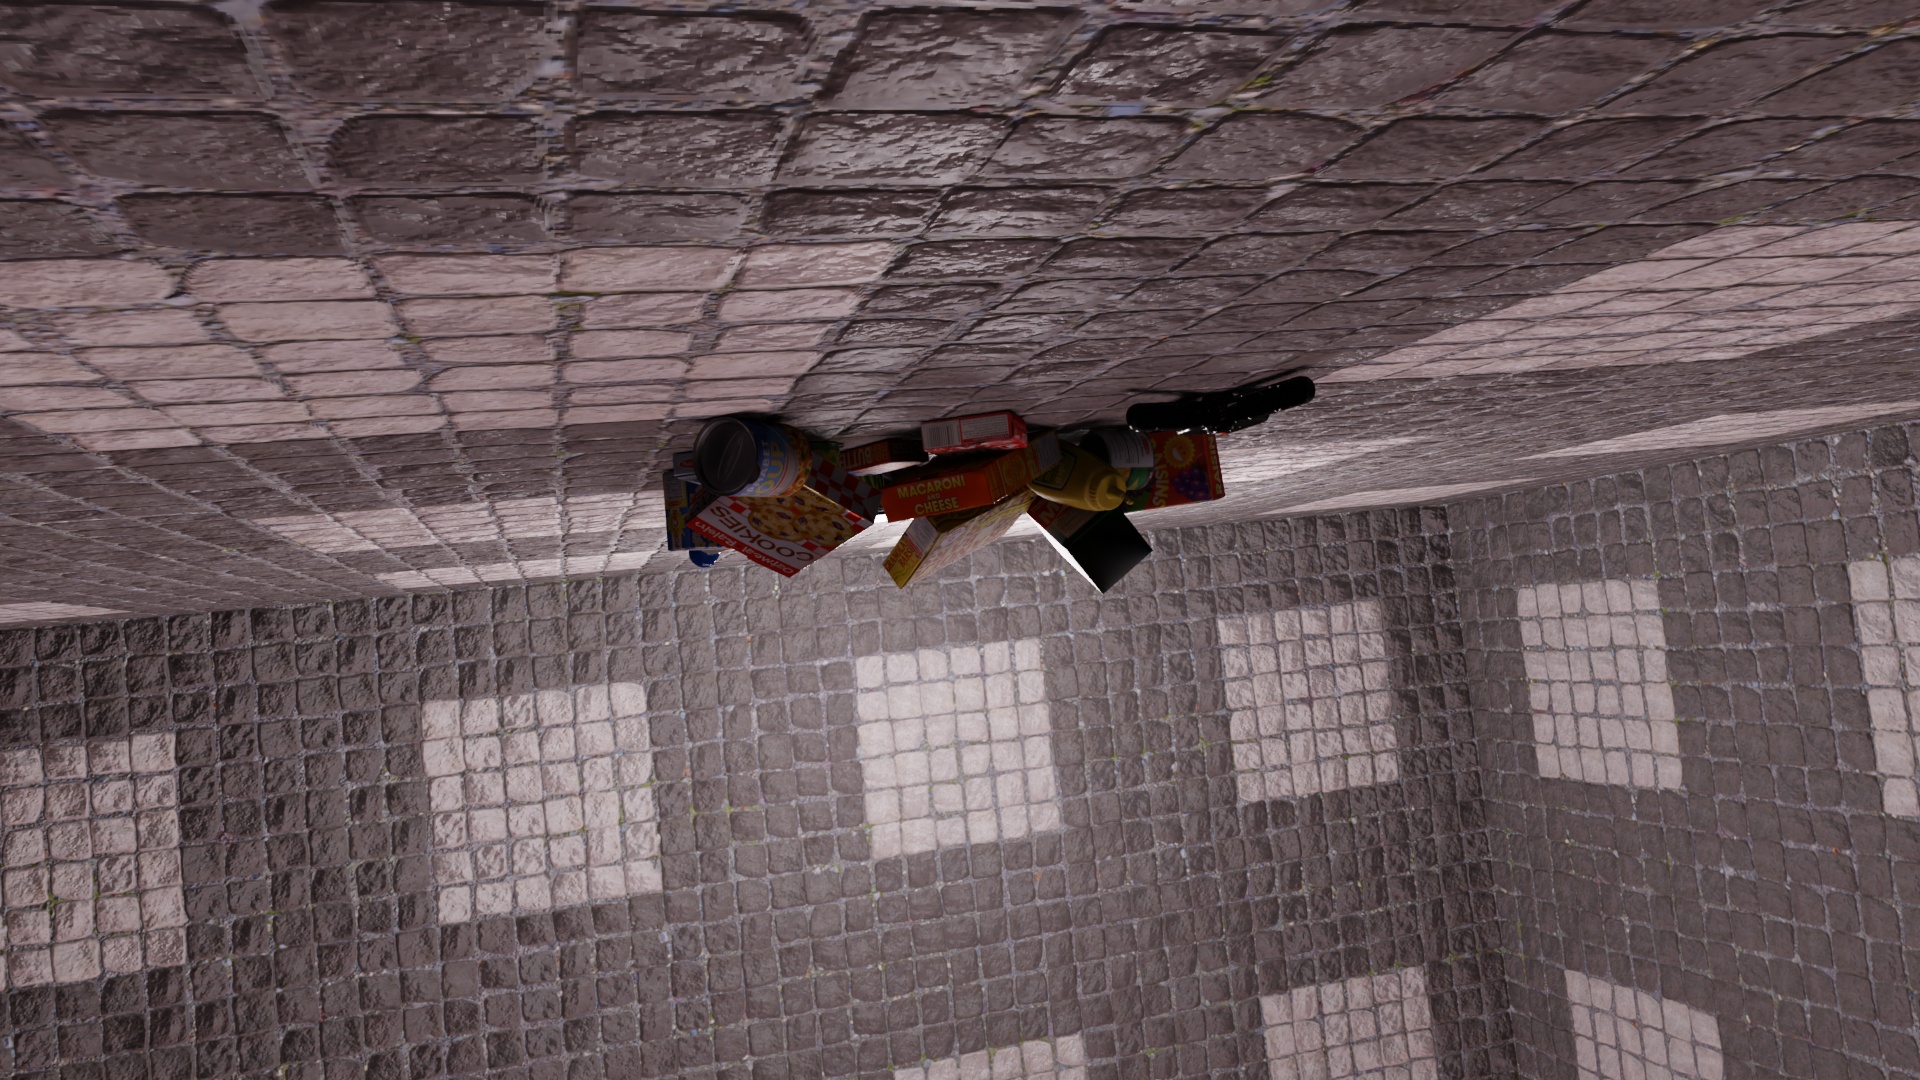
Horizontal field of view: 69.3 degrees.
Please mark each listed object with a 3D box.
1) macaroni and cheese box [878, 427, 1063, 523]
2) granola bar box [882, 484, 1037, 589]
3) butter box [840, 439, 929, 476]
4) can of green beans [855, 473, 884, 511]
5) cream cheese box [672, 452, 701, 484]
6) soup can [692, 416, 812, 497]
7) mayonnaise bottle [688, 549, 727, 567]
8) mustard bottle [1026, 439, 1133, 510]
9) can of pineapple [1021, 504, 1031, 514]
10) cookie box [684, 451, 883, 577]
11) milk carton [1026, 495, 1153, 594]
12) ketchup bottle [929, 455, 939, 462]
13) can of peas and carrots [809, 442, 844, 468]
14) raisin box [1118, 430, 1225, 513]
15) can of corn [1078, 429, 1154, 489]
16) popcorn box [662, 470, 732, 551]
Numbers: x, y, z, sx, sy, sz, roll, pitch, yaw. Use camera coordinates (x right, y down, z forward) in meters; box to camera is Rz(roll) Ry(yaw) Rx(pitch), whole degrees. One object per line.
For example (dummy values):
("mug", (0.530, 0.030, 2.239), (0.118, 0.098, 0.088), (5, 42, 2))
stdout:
("macaroni and cheese box", (0.012, -0.067, 1.393), (0.123, 0.040, 0.167), (-10, -168, 31))
("granola bar box", (0.005, -0.019, 1.527), (0.166, 0.039, 0.123), (-27, 164, -36))
("butter box", (-0.084, -0.085, 1.438), (0.053, 0.024, 0.103), (-4, 176, -40))
("can of green beans", (-0.116, -0.059, 1.527), (0.071, 0.058, 0.071), (-6, 176, 0))
("cream cheese box", (-0.243, -0.072, 1.380), (0.053, 0.024, 0.104), (-6, 177, 7))
("soup can", (-0.173, -0.068, 1.177), (0.071, 0.071, 0.084), (-8, 176, 28))
("mayonnaise bottle", (-0.290, -0.017, 1.665), (0.065, 0.041, 0.147), (3, 150, -26))
("mustard bottle", (0.127, -0.063, 1.442), (0.049, 0.065, 0.160), (22, -178, -36))
("can of pineapple", (0.069, -0.063, 1.722), (0.058, 0.071, 0.071), (-8, 176, 32))
("cookie box", (-0.171, -0.029, 1.322), (0.123, 0.040, 0.167), (30, 145, -24))
("milk carton", (0.134, -0.016, 1.538), (0.073, 0.072, 0.191), (-41, -158, 0))
("ketchup bottle", (0.028, -0.078, 1.590), (0.149, 0.043, 0.064), (-3, 168, -42))
("can of peas and carrots", (-0.148, -0.064, 1.382), (0.071, 0.058, 0.071), (-6, 177, 0))
("raisin box", (0.225, -0.079, 1.545), (0.123, 0.086, 0.040), (-8, -179, 33))
("can of corn", (0.165, -0.085, 1.493), (0.058, 0.071, 0.071), (-3, 175, -30))
("popcorn box", (-0.261, -0.033, 1.497), (0.038, 0.085, 0.127), (-7, 177, 35))
